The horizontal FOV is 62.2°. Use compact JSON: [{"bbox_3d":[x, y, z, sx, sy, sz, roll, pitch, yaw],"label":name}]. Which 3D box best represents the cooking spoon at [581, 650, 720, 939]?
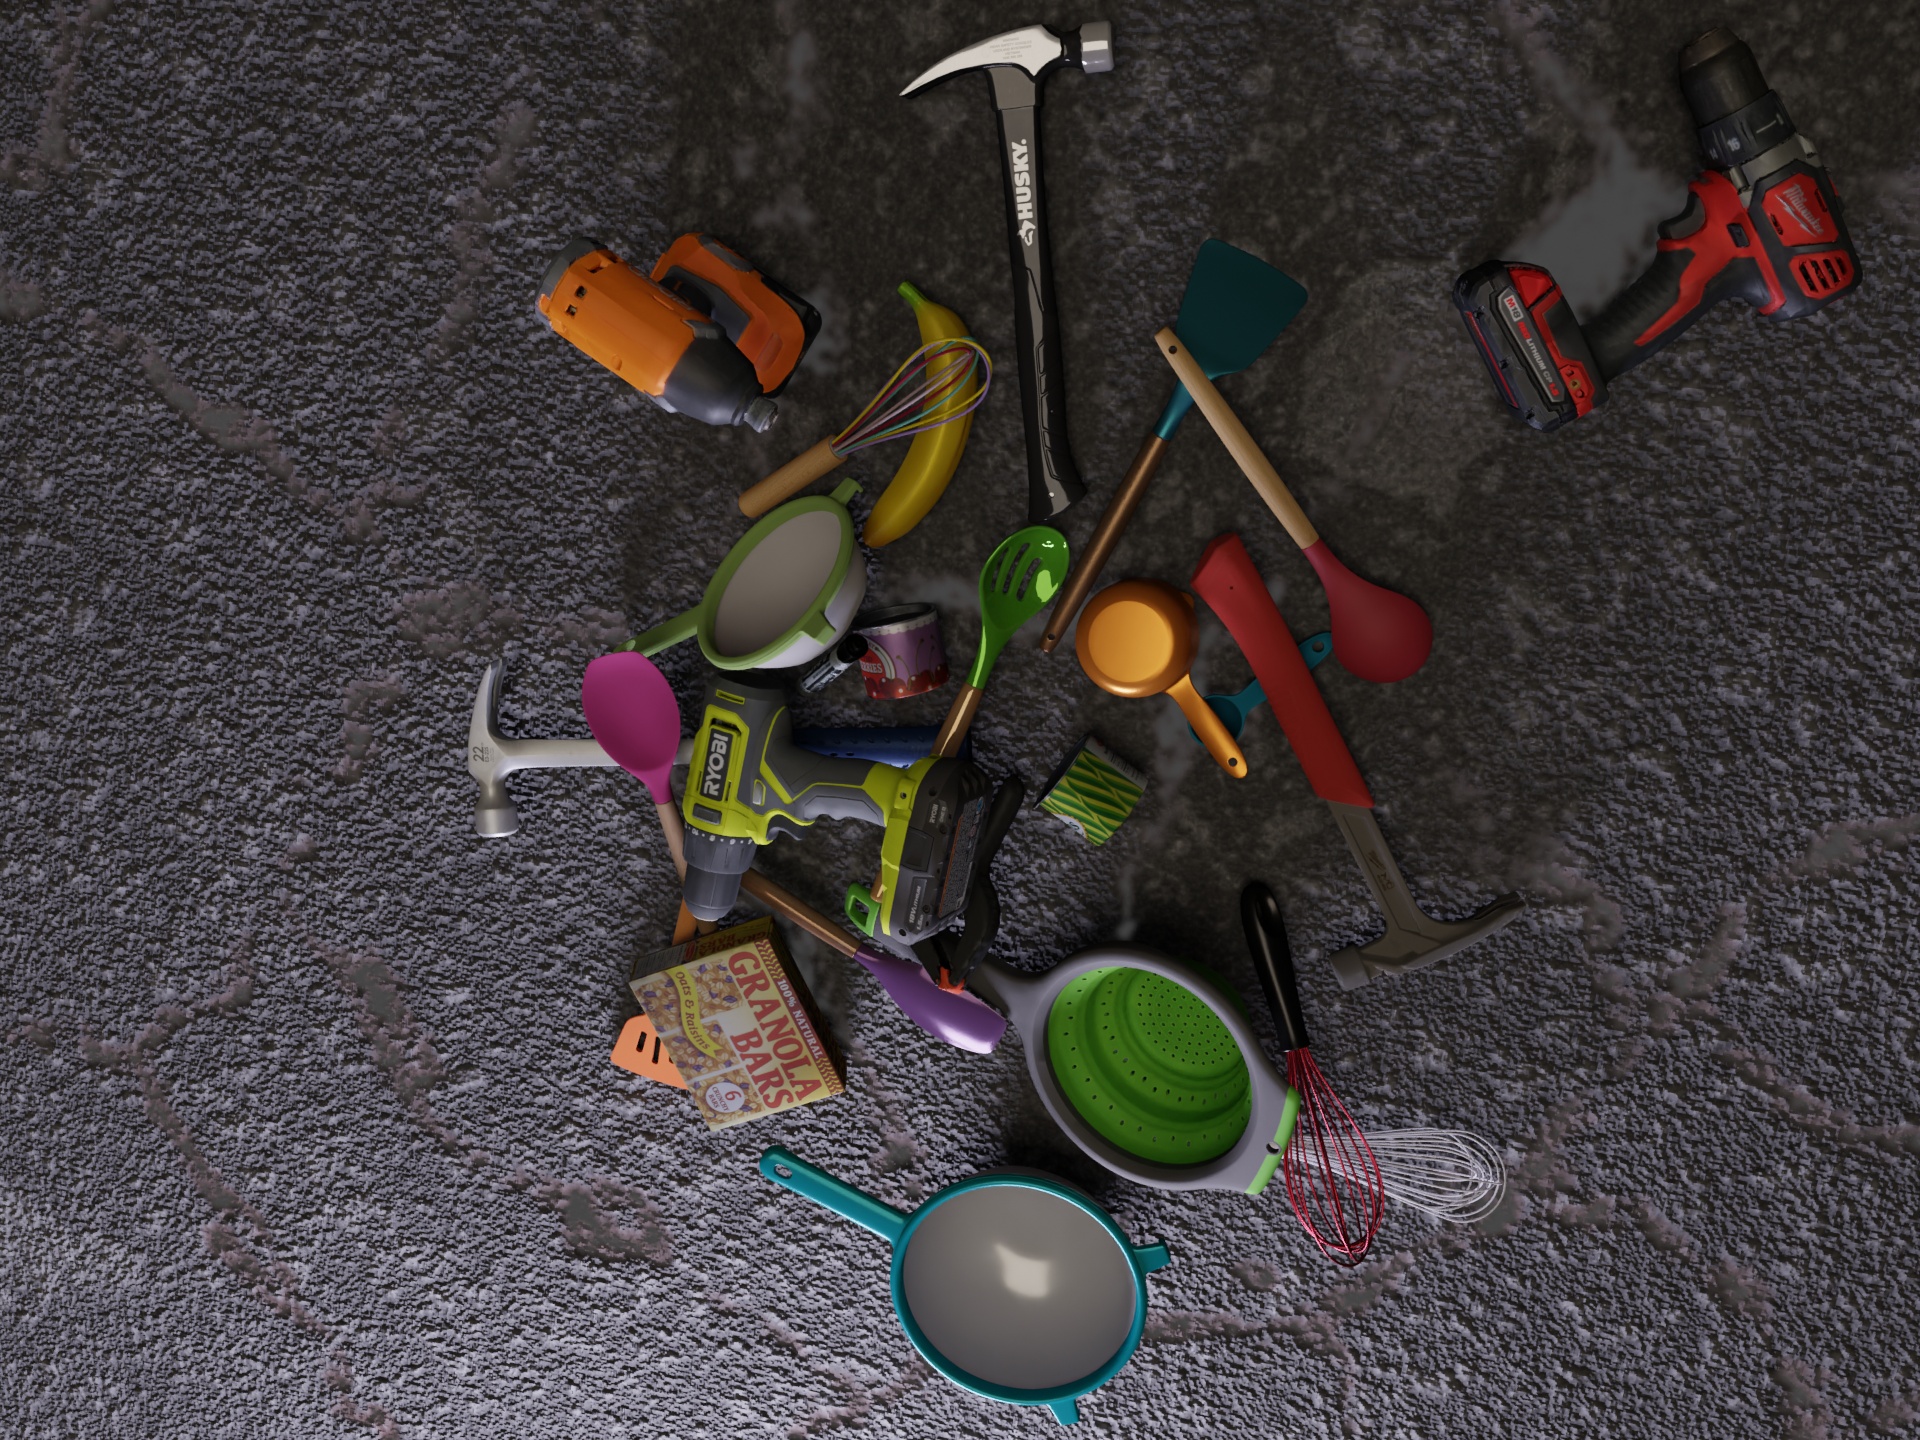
[{"bbox_3d":[-0.226,0.081,1.249,0.069,0.017,0.318,-12,122,0],"label":"cooking spoon"}]

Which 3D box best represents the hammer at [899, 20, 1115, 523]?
[{"bbox_3d":[0.046,-0.305,1.120,0.146,0.035,0.334,-3,107,11],"label":"hammer"}]

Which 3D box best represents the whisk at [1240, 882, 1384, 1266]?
[{"bbox_3d":[0.262,0.269,1.216,0.073,0.073,0.296,-16,84,15],"label":"whisk"}]

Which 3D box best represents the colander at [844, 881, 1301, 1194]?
[{"bbox_3d":[0.090,0.215,1.258,0.397,0.094,0.204,27,121,21],"label":"colander"}]

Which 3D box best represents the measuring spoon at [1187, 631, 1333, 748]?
[{"bbox_3d":[0.225,-0.027,1.186,0.128,0.021,0.042,-37,99,10],"label":"measuring spoon"}]

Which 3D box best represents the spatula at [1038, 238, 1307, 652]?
[{"bbox_3d":[0.135,-0.184,1.145,0.082,0.044,0.317,28,114,-1],"label":"spatula"}]

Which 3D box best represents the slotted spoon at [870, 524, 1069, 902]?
[{"bbox_3d":[-0.002,-0.004,1.195,0.070,0.031,0.313,18,101,-35],"label":"slotted spoon"}]

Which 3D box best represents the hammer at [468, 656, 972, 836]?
[{"bbox_3d":[-0.194,0.019,1.255,0.405,0.035,0.144,-1,101,7],"label":"hammer"}]

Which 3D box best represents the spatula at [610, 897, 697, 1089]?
[{"bbox_3d":[-0.228,0.172,1.334,0.081,0.041,0.322,18,106,4],"label":"spatula"}]

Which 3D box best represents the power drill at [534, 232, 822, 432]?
[{"bbox_3d":[-0.171,-0.259,1.074,0.164,0.226,0.084,35,111,-1],"label":"power drill"}]

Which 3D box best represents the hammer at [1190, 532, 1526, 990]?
[{"bbox_3d":[0.275,0.023,1.165,0.149,0.037,0.359,-27,102,10],"label":"hammer"}]

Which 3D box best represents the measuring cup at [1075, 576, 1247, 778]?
[{"bbox_3d":[0.152,-0.026,1.159,0.095,0.052,0.174,-38,83,19],"label":"measuring cup"}]

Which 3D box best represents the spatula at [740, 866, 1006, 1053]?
[{"bbox_3d":[-0.104,0.171,1.270,0.316,0.018,0.059,33,125,7],"label":"spatula"}]

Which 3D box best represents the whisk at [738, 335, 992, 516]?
[{"bbox_3d":[-0.075,-0.210,1.145,0.245,0.047,0.051,-26,65,34],"label":"whisk"}]

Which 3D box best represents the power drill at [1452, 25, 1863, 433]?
[{"bbox_3d":[0.436,-0.309,1.021,0.226,0.080,0.188,-28,100,15],"label":"power drill"}]

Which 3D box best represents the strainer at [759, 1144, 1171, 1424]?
[{"bbox_3d":[-0.004,0.425,1.332,0.340,0.095,0.211,26,108,4],"label":"strainer"}]

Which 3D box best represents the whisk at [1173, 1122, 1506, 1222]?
[{"bbox_3d":[0.287,0.345,1.270,0.284,0.070,0.070,7,109,14],"label":"whisk"}]

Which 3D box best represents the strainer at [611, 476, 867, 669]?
[{"bbox_3d":[-0.161,-0.073,1.212,0.256,0.152,0.069,-21,137,34],"label":"strainer"}]

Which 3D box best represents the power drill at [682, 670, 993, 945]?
[{"bbox_3d":[-0.104,0.082,1.181,0.228,0.080,0.190,17,103,20],"label":"power drill"}]

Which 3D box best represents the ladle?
[{"bbox_3d":[0.232,-0.146,1.114,0.069,0.031,0.315,-34,105,18],"label":"ladle"}]
